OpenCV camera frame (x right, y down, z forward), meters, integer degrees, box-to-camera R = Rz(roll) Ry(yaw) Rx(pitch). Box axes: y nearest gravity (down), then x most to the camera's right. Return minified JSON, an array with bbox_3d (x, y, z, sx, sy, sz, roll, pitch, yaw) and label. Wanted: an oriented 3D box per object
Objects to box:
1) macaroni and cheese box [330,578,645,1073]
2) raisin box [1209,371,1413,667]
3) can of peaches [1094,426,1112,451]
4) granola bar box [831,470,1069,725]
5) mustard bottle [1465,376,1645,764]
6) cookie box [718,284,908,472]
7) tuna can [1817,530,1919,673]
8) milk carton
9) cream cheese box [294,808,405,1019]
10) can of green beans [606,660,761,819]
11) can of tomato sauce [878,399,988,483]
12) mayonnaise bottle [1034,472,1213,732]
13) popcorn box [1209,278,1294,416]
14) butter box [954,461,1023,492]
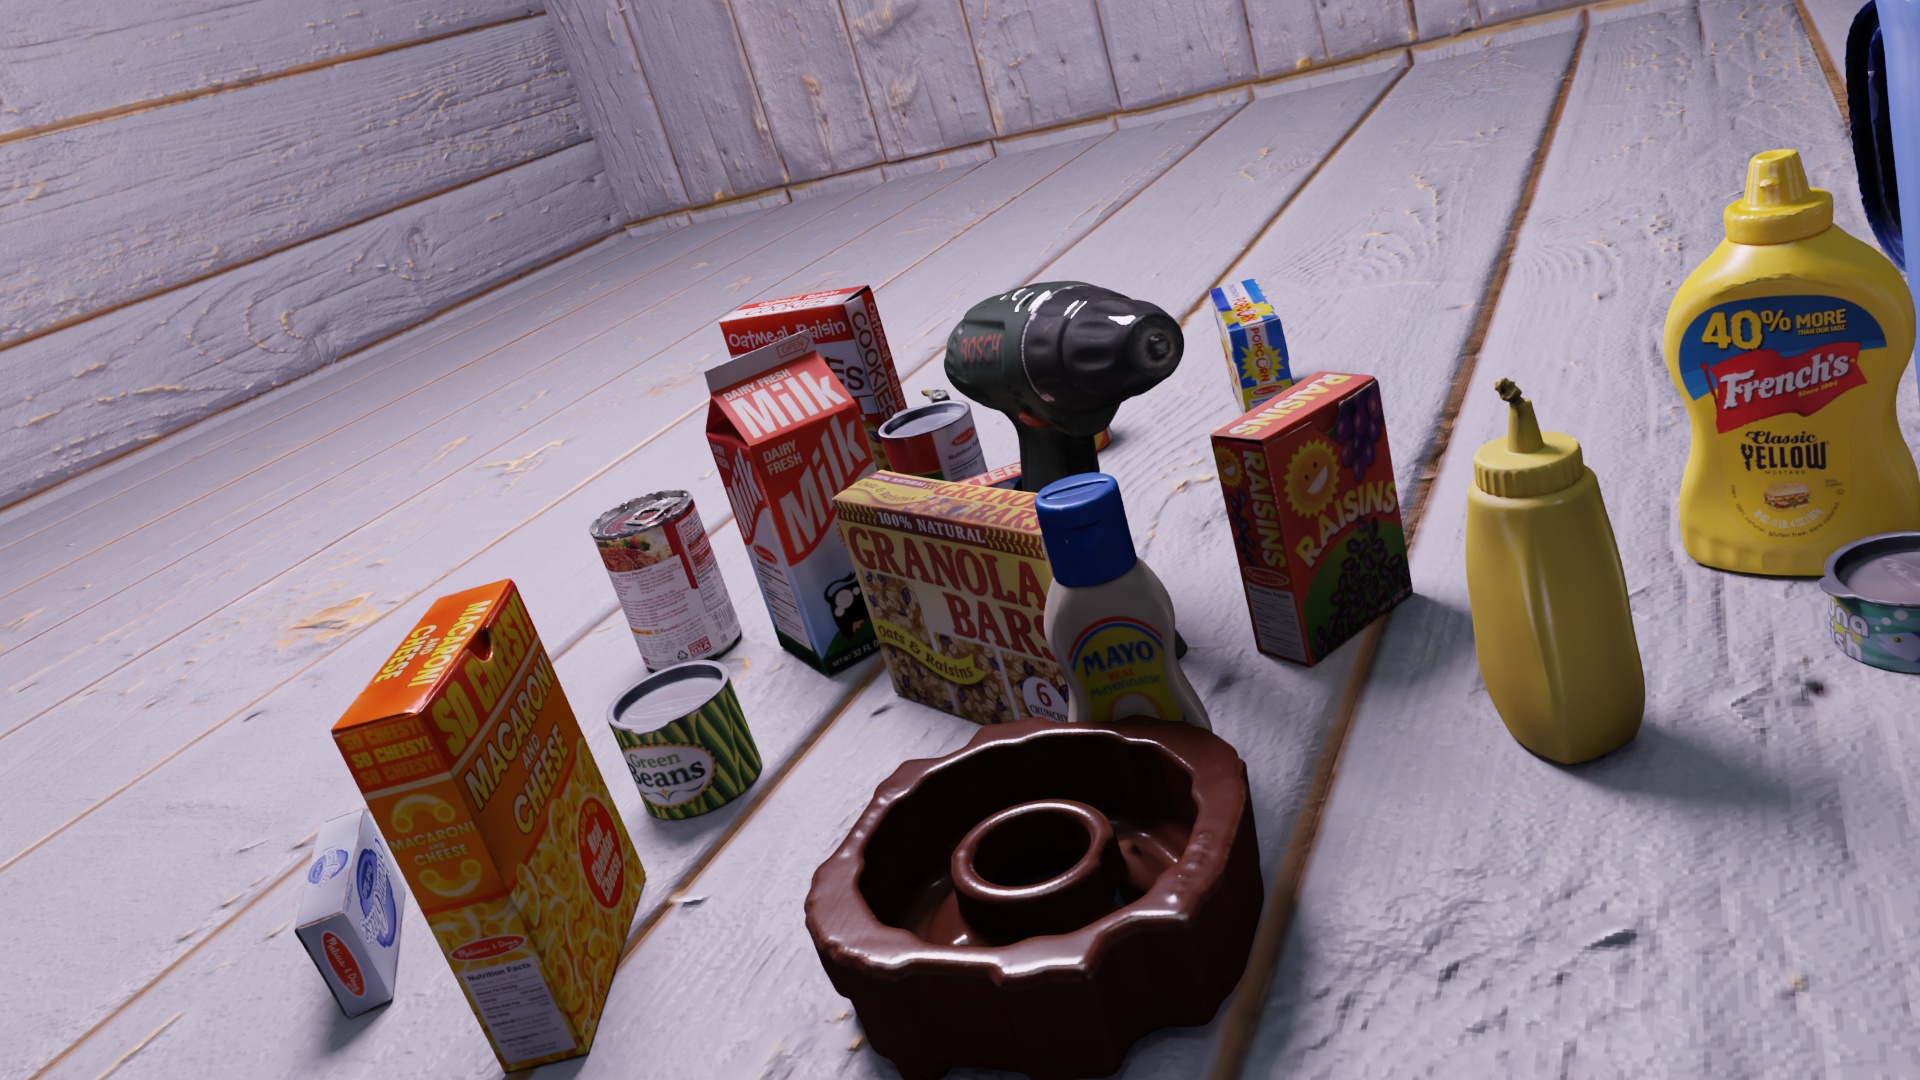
[{"bbox_3d":[-0.191,0.116,0.591,0.040,0.165,0.124,-15,21,5],"label":"macaroni and cheese box"},{"bbox_3d":[0.177,-0.012,0.694,0.086,0.123,0.040,-29,24,-28],"label":"raisin box"},{"bbox_3d":[0.076,-0.097,1.063,0.071,0.058,0.071,-14,21,6],"label":"can of peaches"},{"bbox_3d":[0.013,0.033,0.702,0.039,0.123,0.165,-31,25,-32],"label":"granola bar box"},{"bbox_3d":[0.232,0.009,0.552,0.049,0.159,0.065,-20,21,-7],"label":"mustard bottle"},{"bbox_3d":[-0.102,-0.104,1.061,0.123,0.166,0.040,-2,25,33],"label":"cookie box"},{"bbox_3d":[0.391,0.025,0.570,0.071,0.032,0.071,-14,21,6],"label":"tuna can"},{"bbox_3d":[-0.092,-0.024,0.828,0.072,0.189,0.073,-27,23,-24],"label":"milk carton"},{"bbox_3d":[-0.292,0.177,0.669,0.024,0.053,0.104,-21,22,-11],"label":"cream cheese box"},{"bbox_3d":[-0.145,0.105,0.732,0.071,0.057,0.071,-14,21,6],"label":"can of green beans"},{"bbox_3d":[-0.016,-0.048,0.978,0.071,0.082,0.071,-14,21,6],"label":"can of tomato sauce"},{"bbox_3d":[0.067,0.045,0.602,0.065,0.147,0.041,-14,21,6],"label":"mayonnaise bottle"},{"bbox_3d":[0.215,-0.135,1.019,0.038,0.085,0.127,-13,22,9],"label":"popcorn box"},{"bbox_3d":[0.003,-0.011,0.915,0.103,0.053,0.024,-18,21,-3],"label":"butter box"}]
